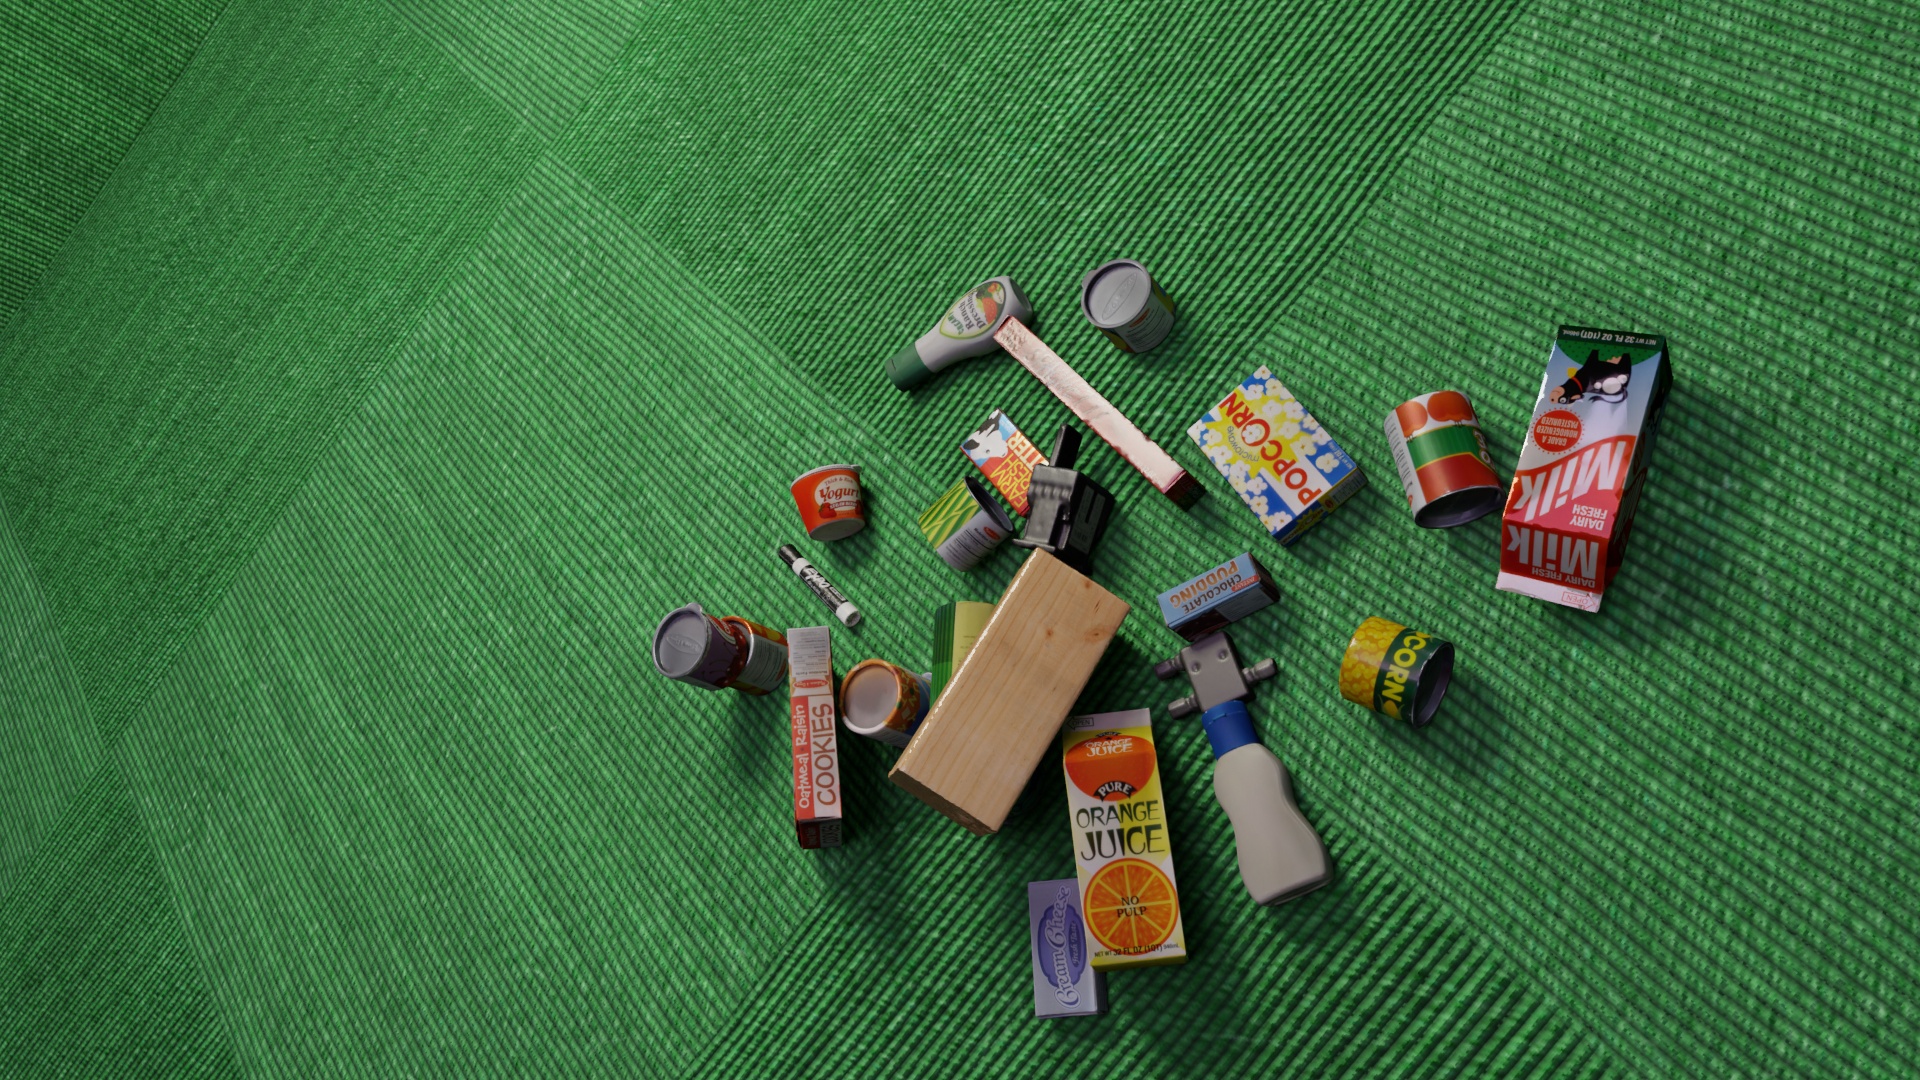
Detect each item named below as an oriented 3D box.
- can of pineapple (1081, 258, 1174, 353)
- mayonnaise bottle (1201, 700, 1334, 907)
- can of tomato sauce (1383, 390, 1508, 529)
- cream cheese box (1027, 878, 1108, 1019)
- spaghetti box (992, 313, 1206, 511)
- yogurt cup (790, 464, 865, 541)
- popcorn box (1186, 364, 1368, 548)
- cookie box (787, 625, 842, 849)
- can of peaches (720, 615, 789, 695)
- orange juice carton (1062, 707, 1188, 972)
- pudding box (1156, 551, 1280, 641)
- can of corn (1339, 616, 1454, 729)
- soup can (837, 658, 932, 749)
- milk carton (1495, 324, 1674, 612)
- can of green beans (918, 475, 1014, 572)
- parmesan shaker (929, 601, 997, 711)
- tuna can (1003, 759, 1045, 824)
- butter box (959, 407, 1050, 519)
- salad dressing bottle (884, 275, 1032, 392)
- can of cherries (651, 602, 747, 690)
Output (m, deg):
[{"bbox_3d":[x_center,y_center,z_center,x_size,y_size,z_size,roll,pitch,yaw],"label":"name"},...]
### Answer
[{"bbox_3d":[0.147,-0.206,1.219,0.071,0.058,0.071,-11,67,28],"label":"can of pineapple"},{"bbox_3d":[0.223,0.193,1.037,0.064,0.041,0.148,-28,59,18],"label":"mayonnaise bottle"},{"bbox_3d":[0.360,-0.060,1.031,0.071,0.071,0.083,-22,62,23],"label":"can of tomato sauce"},{"bbox_3d":[0.083,0.317,1.084,0.053,0.024,0.104,-14,66,27],"label":"cream cheese box"},{"bbox_3d":[0.116,-0.115,1.209,0.028,0.050,0.251,-48,55,7],"label":"spaghetti box"},{"bbox_3d":[-0.123,-0.034,1.317,0.072,0.072,0.054,-24,70,22],"label":"yogurt cup"},{"bbox_3d":[0.253,-0.068,1.115,0.085,0.038,0.127,-42,56,13],"label":"popcorn box"},{"bbox_3d":[-0.127,0.174,1.206,0.040,0.122,0.168,-3,67,-6],"label":"cookie box"},{"bbox_3d":[-0.206,0.109,1.317,0.071,0.058,0.071,-11,68,28],"label":"can of peaches"},{"bbox_3d":[0.123,0.223,1.054,0.072,0.072,0.193,-9,67,6],"label":"orange juice carton"},{"bbox_3d":[0.203,0.046,1.097,0.083,0.049,0.030,-29,59,20],"label":"pudding box"},{"bbox_3d":[0.313,0.093,0.999,0.058,0.071,0.071,21,84,36],"label":"can of corn"},{"bbox_3d":[-0.056,0.140,1.199,0.071,0.083,0.071,-11,67,28],"label":"soup can"},{"bbox_3d":[0.436,-0.047,0.975,0.072,0.073,0.191,15,81,34],"label":"milk carton"},{"bbox_3d":[0.005,-0.014,1.230,0.057,0.071,0.071,-41,57,13],"label":"can of green beans"},{"bbox_3d":[0.010,0.110,1.183,0.071,0.071,0.103,-8,67,29],"label":"parmesan shaker"},{"bbox_3d":[0.034,0.198,1.153,0.071,0.033,0.071,-11,66,28],"label":"tuna can"},{"bbox_3d":[0.048,-0.069,1.249,0.053,0.024,0.104,-46,56,8],"label":"butter box"},{"bbox_3d":[-0.004,-0.192,1.314,0.147,0.044,0.064,-31,58,19],"label":"salad dressing bottle"},{"bbox_3d":[-0.236,0.097,1.267,0.071,0.058,0.072,-12,66,28],"label":"can of cherries"}]
